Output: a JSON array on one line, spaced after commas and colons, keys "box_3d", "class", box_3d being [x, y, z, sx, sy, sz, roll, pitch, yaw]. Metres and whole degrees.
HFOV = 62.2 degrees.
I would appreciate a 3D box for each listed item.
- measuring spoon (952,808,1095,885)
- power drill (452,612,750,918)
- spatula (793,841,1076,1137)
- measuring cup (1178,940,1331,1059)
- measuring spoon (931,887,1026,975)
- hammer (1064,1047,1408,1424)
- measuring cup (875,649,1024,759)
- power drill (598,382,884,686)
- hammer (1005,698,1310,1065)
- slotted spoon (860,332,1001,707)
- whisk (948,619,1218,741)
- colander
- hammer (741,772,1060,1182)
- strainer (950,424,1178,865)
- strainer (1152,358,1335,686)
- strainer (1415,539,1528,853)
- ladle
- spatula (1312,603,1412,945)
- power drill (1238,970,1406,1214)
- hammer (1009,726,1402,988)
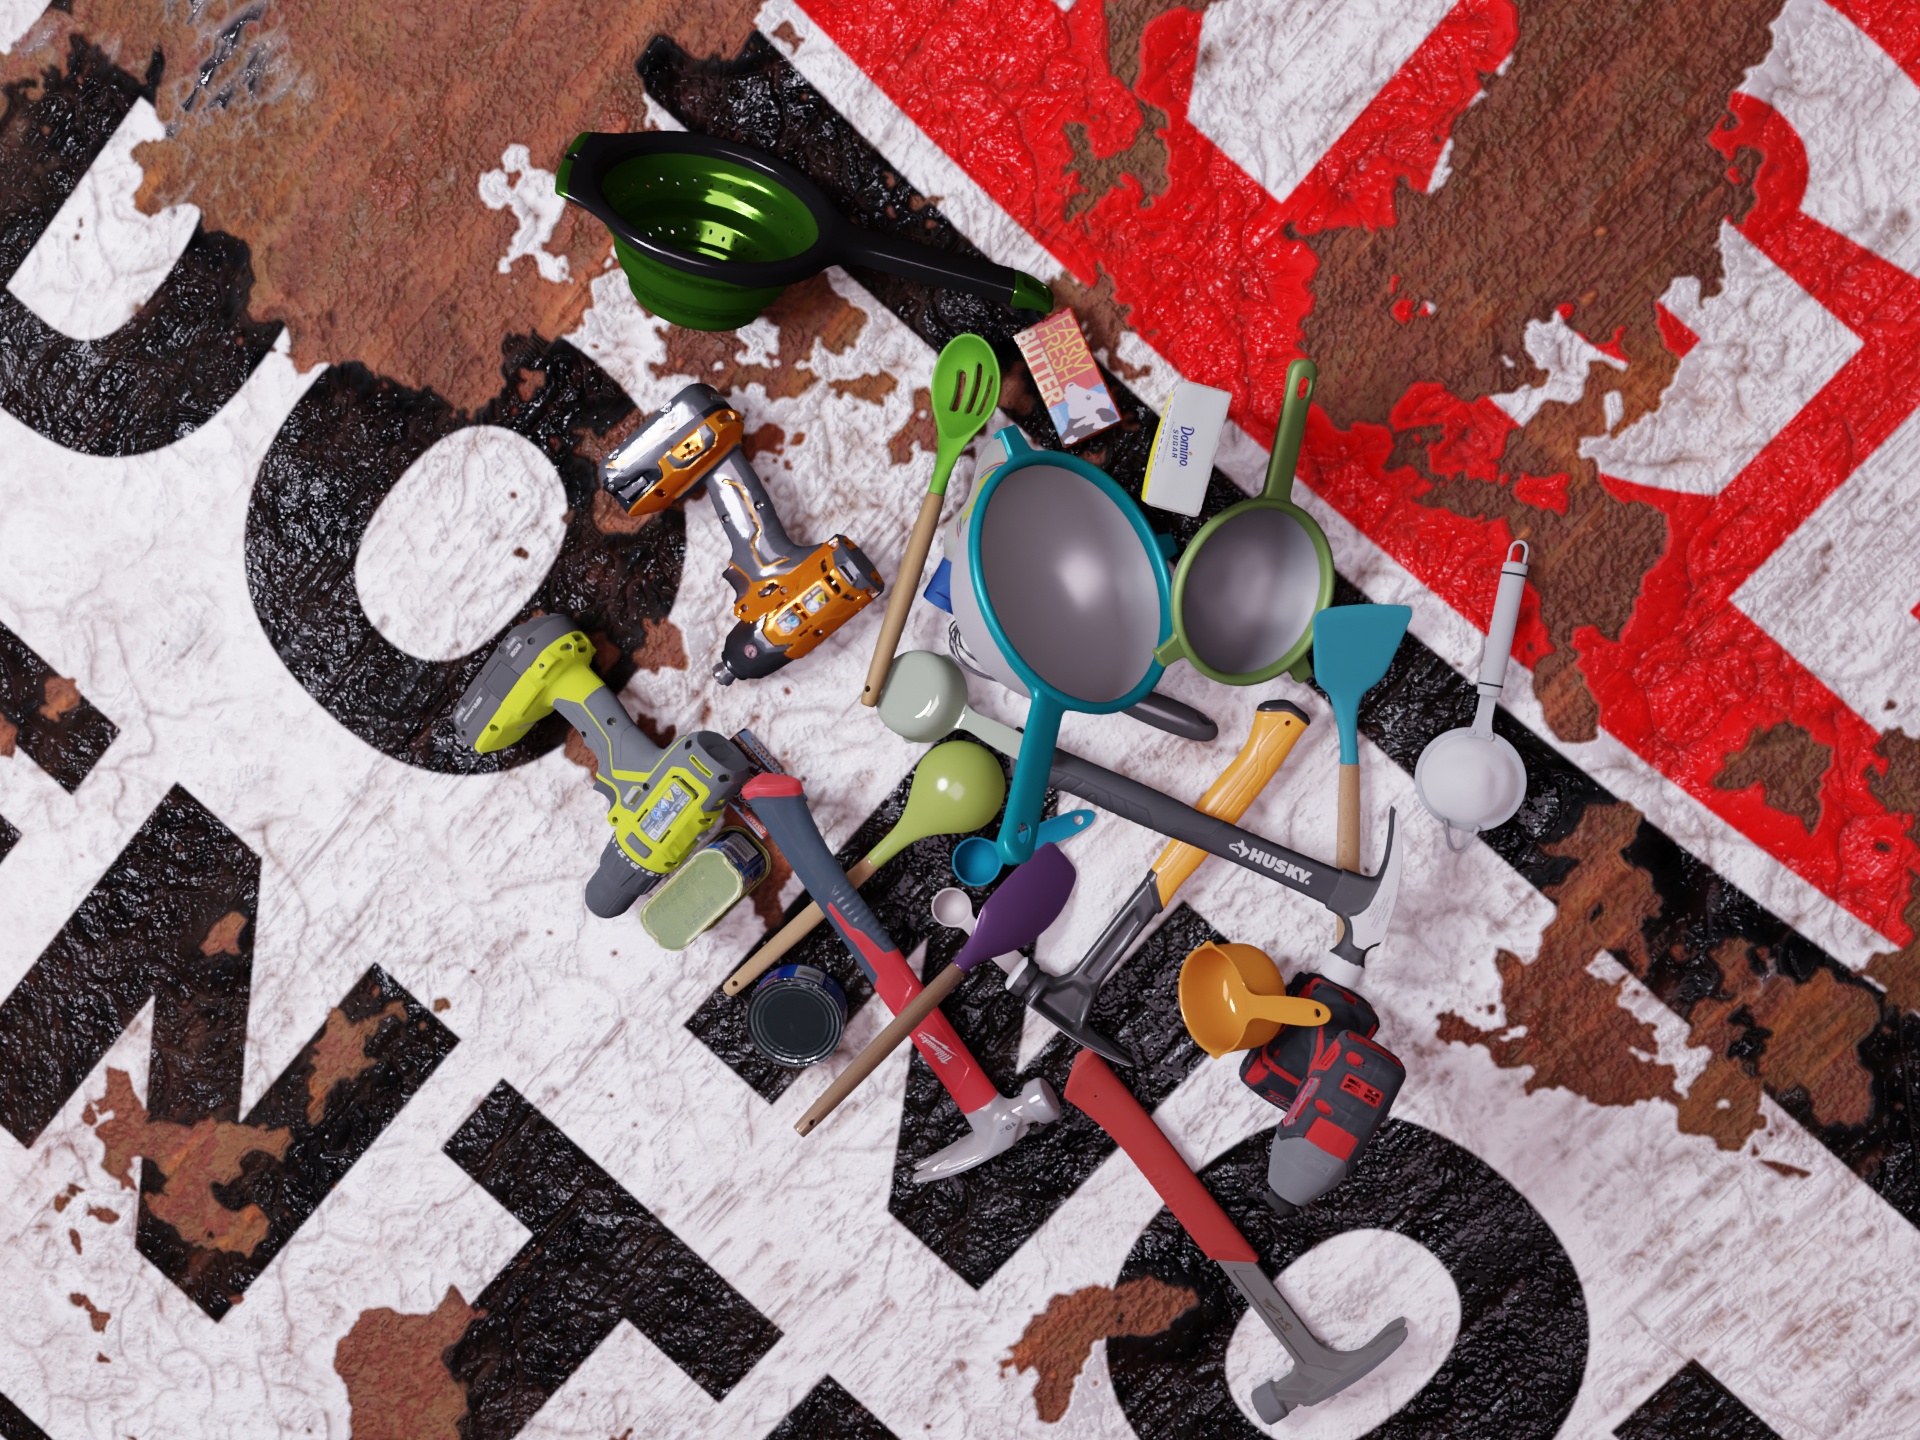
[{"box_3d": [0.054, 0.103, 1.353, 0.128, 0.021, 0.042, -22, 94, 0], "class": "measuring spoon"}, {"box_3d": [-0.313, 0.040, 1.347, 0.228, 0.080, 0.190, 43, 108, 6], "class": "power drill"}, {"box_3d": [-0.018, 0.224, 1.306, 0.316, 0.018, 0.059, -43, 109, -15], "class": "spatula"}, {"box_3d": [0.246, 0.222, 1.259, 0.052, 0.174, 0.095, -2, 87, -32], "class": "measuring cup"}, {"box_3d": [0.025, 0.188, 1.367, 0.124, 0.018, 0.034, 43, 98, -6], "class": "measuring spoon"}, {"box_3d": [0.218, 0.424, 1.356, 0.149, 0.037, 0.359, -37, 91, 10], "class": "hammer"}, {"box_3d": [-0.002, -0.004, 1.295, 0.168, 0.038, 0.083, 28, 92, 33], "class": "measuring cup"}, {"box_3d": [-0.194, -0.147, 1.321, 0.164, 0.084, 0.226, -39, 95, 11], "class": "power drill"}, {"box_3d": [0.184, 0.128, 1.324, 0.127, 0.034, 0.337, 36, 99, -2], "class": "hammer"}, {"box_3d": [-0.030, -0.161, 1.303, 0.070, 0.031, 0.314, 20, 93, 34], "class": "slotted spoon"}, {"box_3d": [0.101, -0.031, 1.313, 0.239, 0.055, 0.055, 21, 99, 1], "class": "whisk"}, {"box_3d": [-0.125, -0.359, 1.278, 0.397, 0.205, 0.094, 13, 133, -10], "class": "colander"}, {"box_3d": [-0.076, 0.214, 1.338, 0.143, 0.038, 0.386, -31, 102, 11], "class": "hammer"}, {"box_3d": [0.051, -0.041, 1.220, 0.210, 0.095, 0.341, 29, 60, -30], "class": "strainer"}, {"box_3d": [0.228, -0.158, 1.254, 0.151, 0.069, 0.256, 5, 103, -27], "class": "strainer"}, {"box_3d": [0.422, -0.017, 1.276, 0.087, 0.050, 0.258, 12, 95, 21], "class": "strainer"}, {"box_3d": [-0.088, 0.134, 1.365, 0.320, 0.062, 0.078, -42, 84, 17], "class": "ladle"}, {"box_3d": [0.319, 0.062, 1.295, 0.082, 0.044, 0.317, -3, 98, -10], "class": "spatula"}, {"box_3d": [0.277, 0.288, 1.238, 0.078, 0.219, 0.143, 29, 99, 3], "class": "power drill"}, {"box_3d": [0.193, 0.082, 1.282, 0.335, 0.035, 0.146, 24, 98, 6], "class": "hammer"}]
